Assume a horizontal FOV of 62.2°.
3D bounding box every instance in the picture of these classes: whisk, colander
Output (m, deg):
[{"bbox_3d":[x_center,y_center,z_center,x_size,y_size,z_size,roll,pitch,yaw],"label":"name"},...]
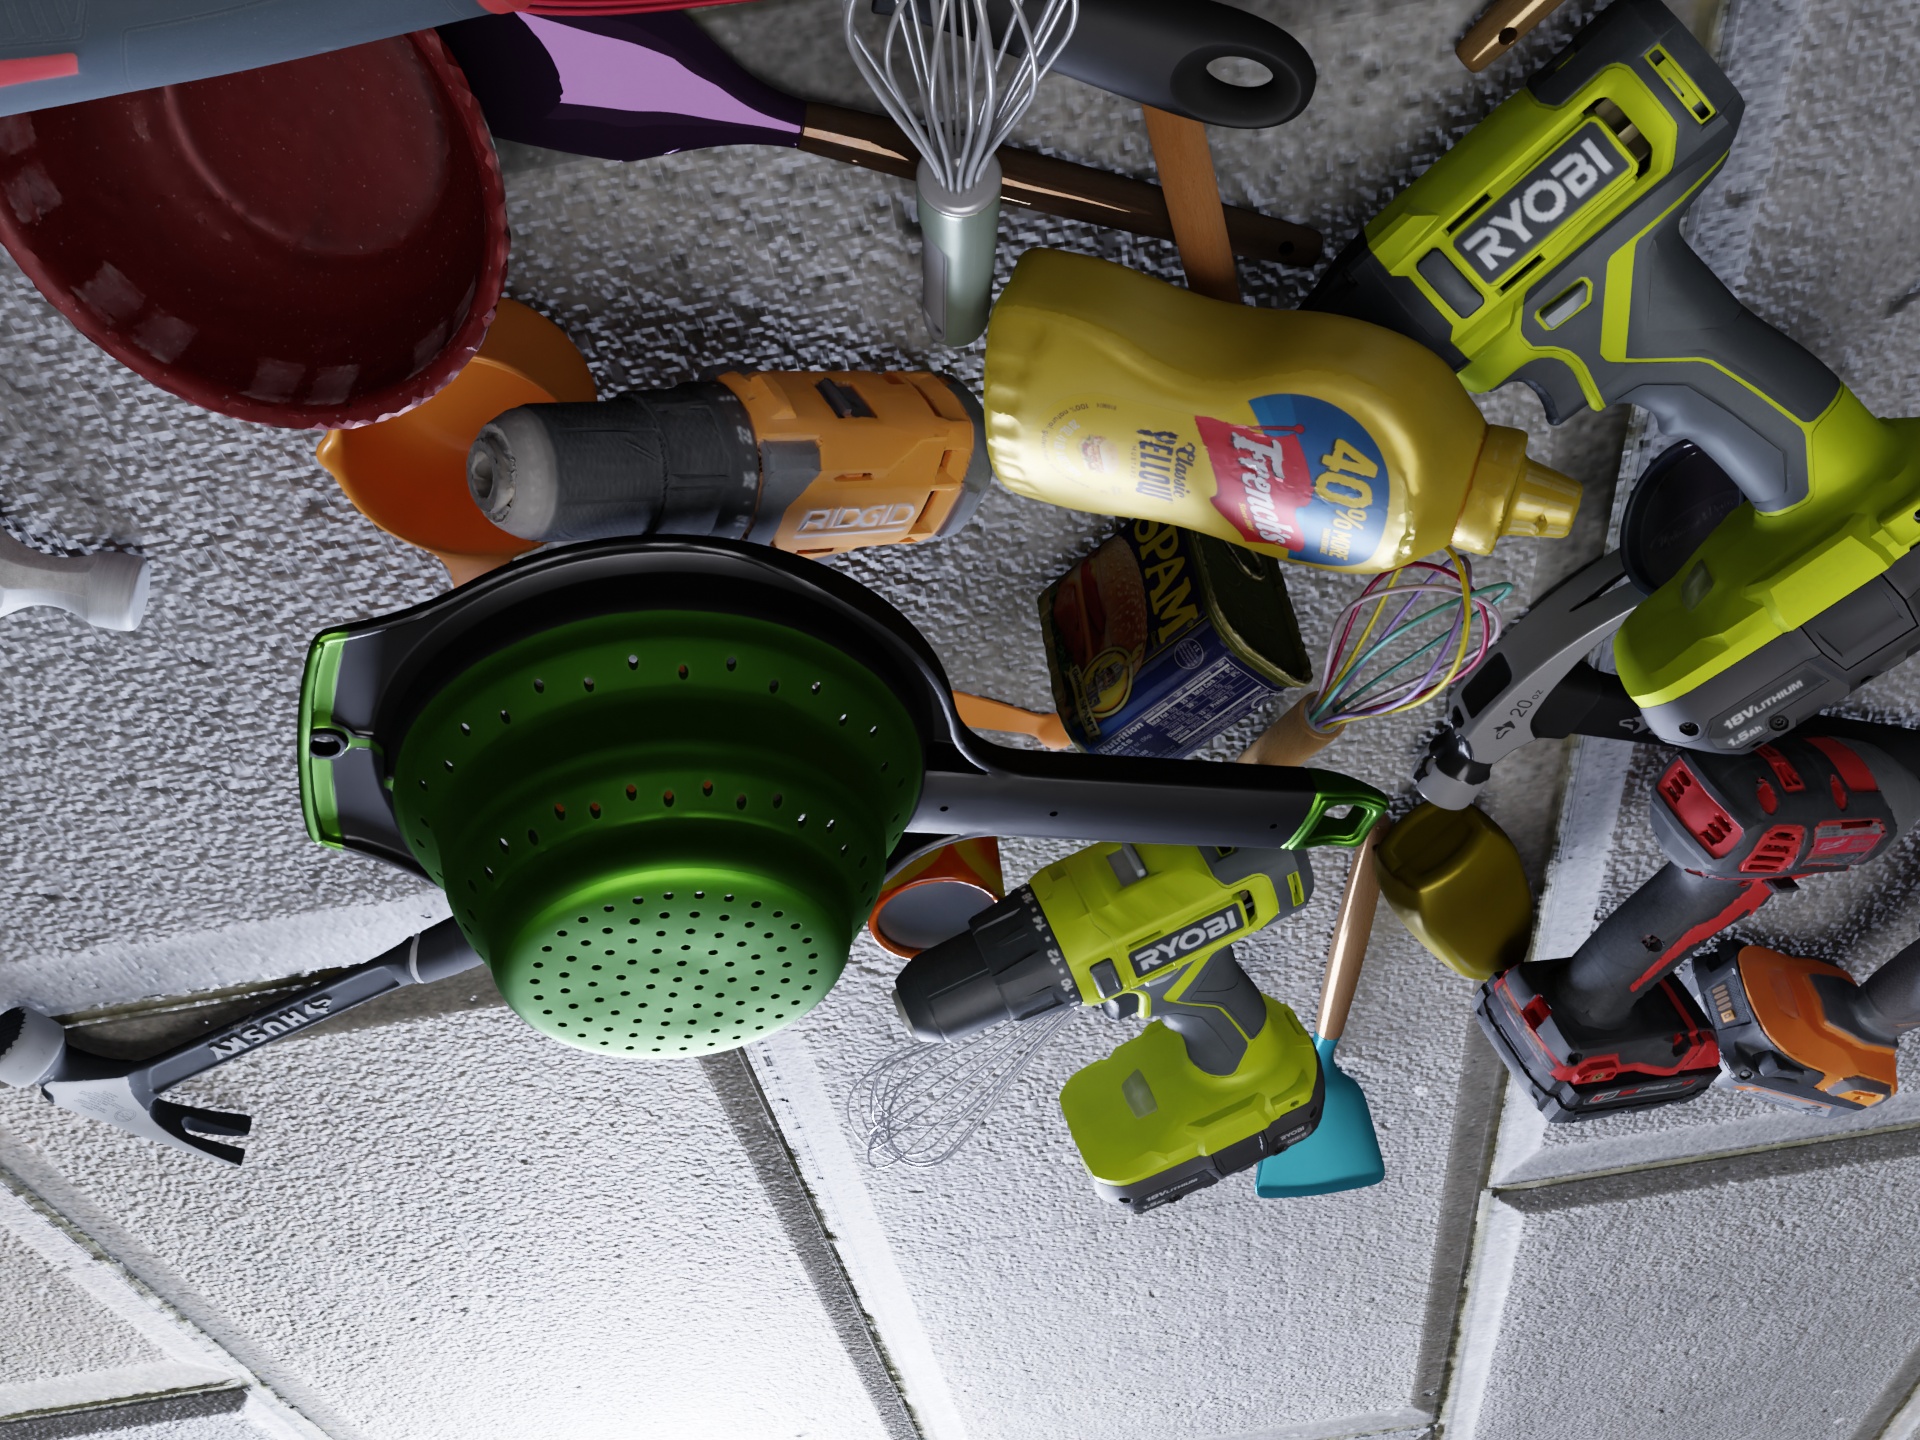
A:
[{"bbox_3d":[-0.040,-0.211,0.435,0.295,0.073,0.073,11,133,-11],"label":"whisk"},{"bbox_3d":[0.044,0.161,0.857,0.070,0.070,0.284,32,120,-33],"label":"whisk"},{"bbox_3d":[-0.001,-0.156,0.445,0.059,0.058,0.246,-25,174,-4],"label":"whisk"},{"bbox_3d":[0.154,-0.012,0.639,0.051,0.047,0.245,-32,170,-15],"label":"whisk"},{"bbox_3d":[-0.018,0.050,0.545,0.397,0.095,0.204,4,136,-18],"label":"colander"}]

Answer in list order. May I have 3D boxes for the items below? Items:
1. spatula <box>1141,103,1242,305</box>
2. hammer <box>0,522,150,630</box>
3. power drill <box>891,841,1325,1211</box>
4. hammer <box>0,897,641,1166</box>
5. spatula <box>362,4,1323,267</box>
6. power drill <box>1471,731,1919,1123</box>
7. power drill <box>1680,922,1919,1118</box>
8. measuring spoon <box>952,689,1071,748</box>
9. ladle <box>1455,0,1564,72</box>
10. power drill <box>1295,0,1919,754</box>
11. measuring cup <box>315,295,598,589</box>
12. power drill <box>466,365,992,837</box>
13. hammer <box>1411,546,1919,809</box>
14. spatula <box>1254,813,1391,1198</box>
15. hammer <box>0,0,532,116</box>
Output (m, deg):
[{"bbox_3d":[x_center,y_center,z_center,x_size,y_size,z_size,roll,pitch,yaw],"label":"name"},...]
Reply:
[{"bbox_3d":[0.050,-0.218,0.462,0.081,0.041,0.322,-8,132,19],"label":"spatula"},{"bbox_3d":[-0.330,-0.160,0.492,0.128,0.033,0.330,8,134,-16],"label":"hammer"},{"bbox_3d":[0.082,0.143,0.764,0.190,0.080,0.228,-25,135,-1],"label":"power drill"},{"bbox_3d":[-0.282,0.129,0.794,0.409,0.036,0.149,-23,135,16],"label":"hammer"},{"bbox_3d":[-0.026,-0.188,0.512,0.315,0.018,0.059,9,124,-16],"label":"spatula"},{"bbox_3d":[0.355,0.094,0.758,0.143,0.079,0.219,-2,134,-25],"label":"power drill"},{"bbox_3d":[0.503,0.125,0.838,0.164,0.084,0.226,20,138,-25],"label":"power drill"},{"bbox_3d":[-0.001,-0.002,0.710,0.117,0.011,0.021,11,133,-18],"label":"measuring spoon"},{"bbox_3d":[0.263,-0.300,0.430,0.069,0.031,0.315,27,128,-31],"label":"ladle"},{"bbox_3d":[0.230,-0.103,0.548,0.223,0.080,0.171,44,119,-10],"label":"power drill"},{"bbox_3d":[-0.176,-0.078,0.584,0.095,0.052,0.173,1,140,-10],"label":"measuring cup"},{"bbox_3d":[-0.106,-0.032,0.578,0.185,0.084,0.226,-10,145,-41],"label":"power drill"},{"bbox_3d":[0.393,0.004,0.752,0.334,0.035,0.146,9,135,-16],"label":"hammer"},{"bbox_3d":[0.214,0.167,0.890,0.082,0.044,0.317,-6,135,-3],"label":"spatula"},{"bbox_3d":[-0.291,-0.158,0.429,0.386,0.038,0.143,-4,128,12],"label":"hammer"}]
